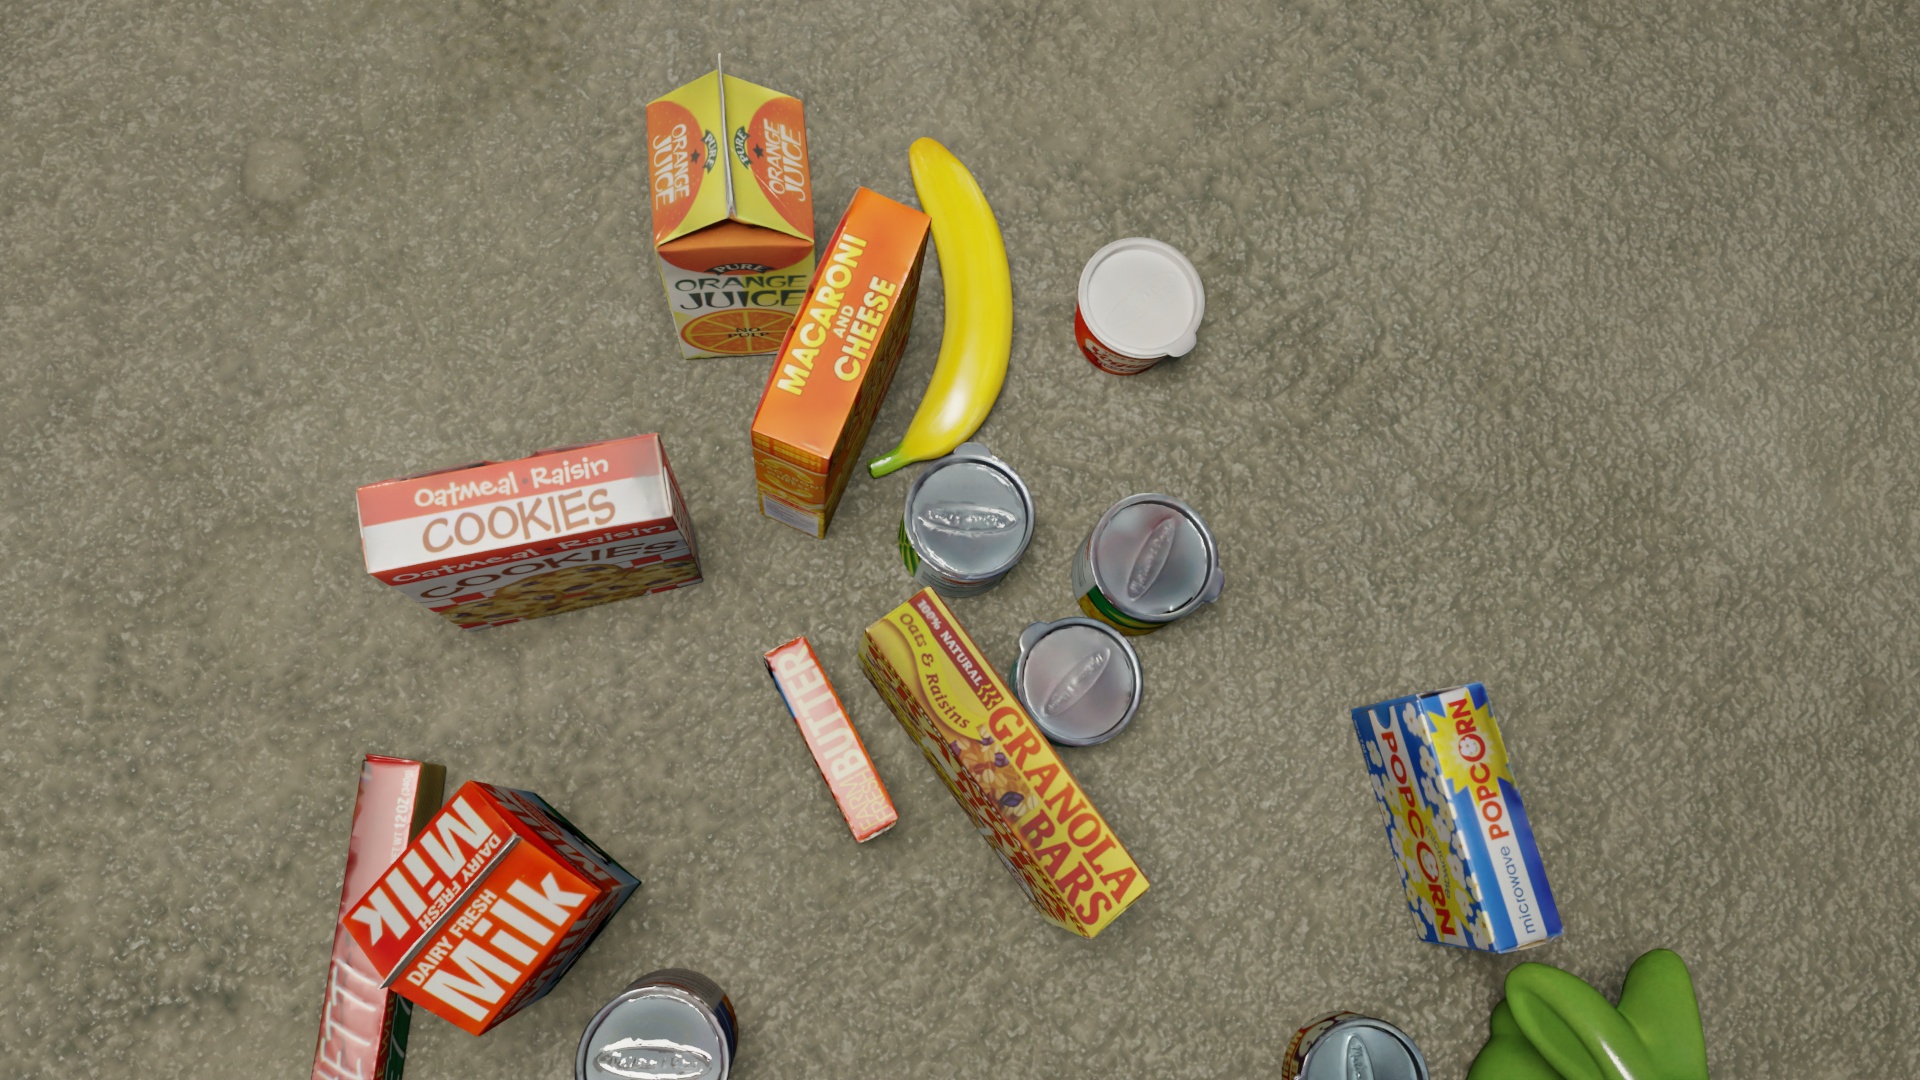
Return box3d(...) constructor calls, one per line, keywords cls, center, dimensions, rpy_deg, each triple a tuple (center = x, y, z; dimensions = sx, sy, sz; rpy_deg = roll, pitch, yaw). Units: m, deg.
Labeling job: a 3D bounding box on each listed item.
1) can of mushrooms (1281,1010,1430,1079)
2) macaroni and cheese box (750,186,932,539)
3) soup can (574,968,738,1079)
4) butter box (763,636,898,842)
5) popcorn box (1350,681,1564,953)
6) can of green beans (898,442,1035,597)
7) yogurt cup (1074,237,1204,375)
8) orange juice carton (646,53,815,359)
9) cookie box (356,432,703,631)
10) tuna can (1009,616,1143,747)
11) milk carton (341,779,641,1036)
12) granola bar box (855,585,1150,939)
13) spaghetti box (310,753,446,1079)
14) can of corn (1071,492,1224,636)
box3d(cls="can of mushrooms", center=(0.194, 0.270, 0.692), dimensions=(0.071, 0.033, 0.071), rpy_deg=(1, 78, -6))
box3d(cls="macaroni and cheese box", center=(-0.060, -0.078, 0.673), dimensions=(0.040, 0.166, 0.124), rpy_deg=(22, 77, -1))
box3d(cls="soup can", center=(-0.137, 0.237, 0.638), dimensions=(0.071, 0.083, 0.071), rpy_deg=(1, 78, -6))
box3d(cls="butter box", center=(-0.065, 0.099, 0.692), dimensions=(0.024, 0.053, 0.103), rpy_deg=(-27, 82, -11))
box3d(cls="popcorn box", center=(0.247, 0.139, 0.700), dimensions=(0.038, 0.085, 0.127), rpy_deg=(-13, 80, -9))
box3d(cls="can of green beans", center=(0.002, -0.007, 0.720), dimensions=(0.071, 0.057, 0.071), rpy_deg=(1, 78, -6))
box3d(cls="yogurt cup", center=(0.094, -0.124, 0.758), dimensions=(0.072, 0.054, 0.072), rpy_deg=(1, 78, -6))
box3d(cls="orange juice carton", center=(-0.108, -0.153, 0.671), dimensions=(0.073, 0.192, 0.072), rpy_deg=(-4, 79, -7))
box3d(cls="cookie box", center=(-0.189, 0.000, 0.642), dimensions=(0.123, 0.167, 0.040), rpy_deg=(-12, 80, -8))
box3d(cls="tuna can", center=(0.057, 0.072, 0.721), dimensions=(0.071, 0.032, 0.071), rpy_deg=(1, 78, -6))
box3d(cls="milk carton", center=(-0.197, 0.154, 0.595), dimensions=(0.073, 0.190, 0.072), rpy_deg=(39, 77, 3))
box3d(cls="granola bar box", center=(0.015, 0.106, 0.663), dimensions=(0.039, 0.124, 0.165), rpy_deg=(-35, 84, -12))
box3d(cls="spaghetti box", center=(-0.276, 0.227, 0.643), dimensions=(0.029, 0.050, 0.250), rpy_deg=(5, 77, -5))
box3d(cls="can of corn", center=(0.097, 0.015, 0.725), dimensions=(0.071, 0.058, 0.071), rpy_deg=(1, 78, -6))
